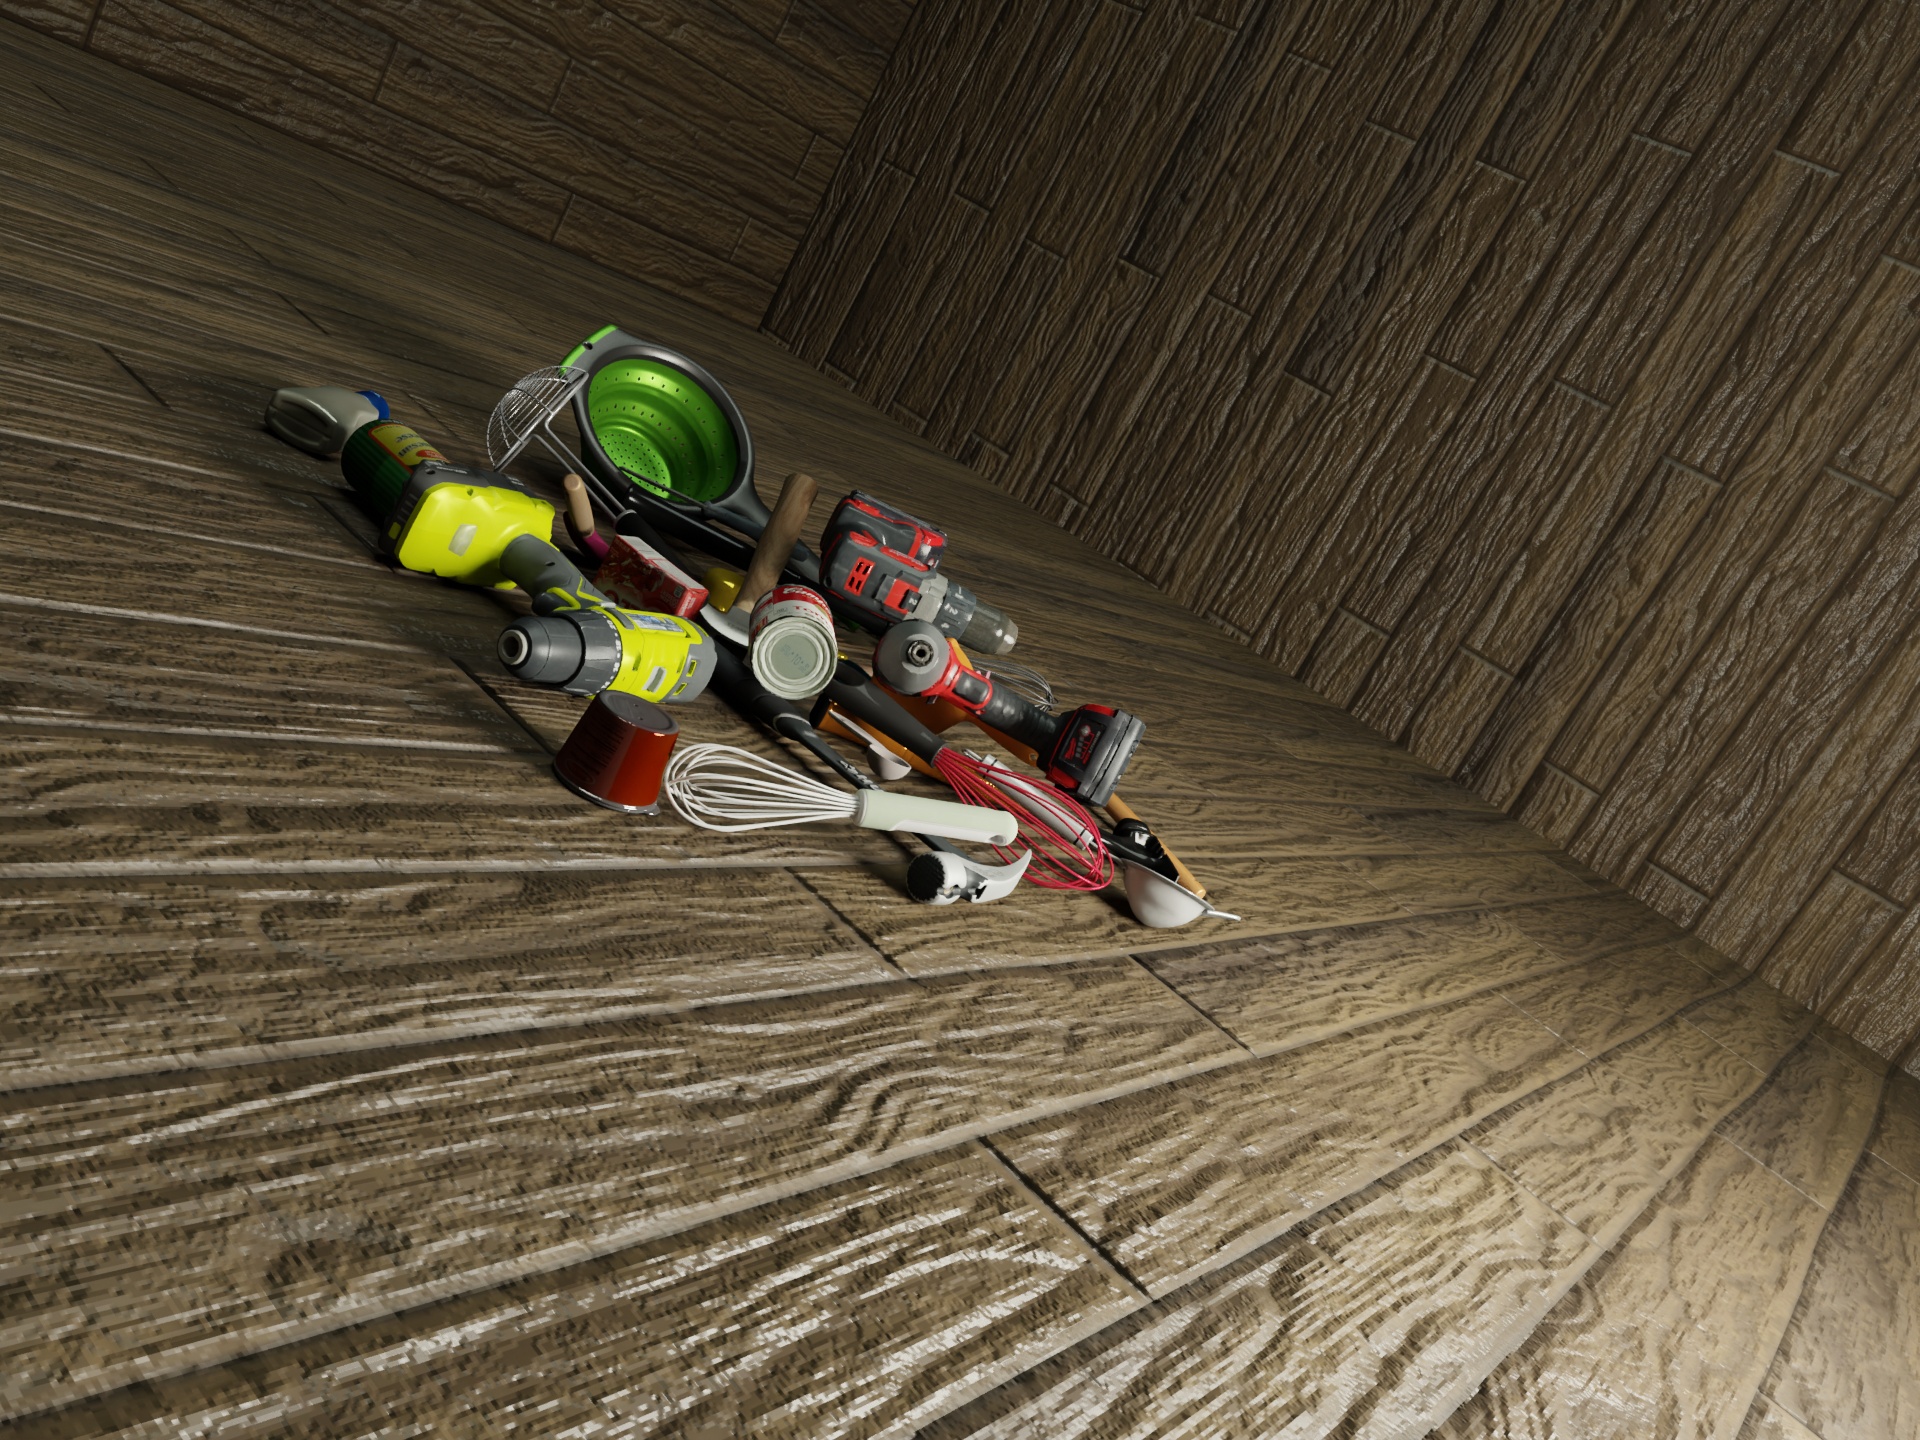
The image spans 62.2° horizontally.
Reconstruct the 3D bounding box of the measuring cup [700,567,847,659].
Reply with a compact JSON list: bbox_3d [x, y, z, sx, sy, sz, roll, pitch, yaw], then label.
[{"bbox_3d":[-0.173,-0.101,1.504,0.156,0.029,0.062,25,14,-6],"label":"measuring cup"}]

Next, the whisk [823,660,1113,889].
[{"bbox_3d":[-0.002,0.039,1.245,0.296,0.073,0.073,36,15,17],"label":"whisk"}]

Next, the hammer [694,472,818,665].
[{"bbox_3d":[-0.177,-0.148,1.456,0.130,0.031,0.332,25,32,-10],"label":"hammer"}]

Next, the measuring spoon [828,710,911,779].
[{"bbox_3d":[-0.074,0.018,1.184,0.034,0.018,0.124,25,6,-33],"label":"measuring spoon"}]

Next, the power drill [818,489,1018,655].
[{"bbox_3d":[-0.045,-0.134,1.497,0.187,0.080,0.227,24,13,-14],"label":"power drill"}]

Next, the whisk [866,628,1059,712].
[{"bbox_3d":[-0.005,-0.065,1.684,0.239,0.055,0.055,26,14,6],"label":"whisk"}]

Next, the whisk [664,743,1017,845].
[{"bbox_3d":[-0.074,0.056,1.042,0.246,0.057,0.059,10,60,-23],"label":"whisk"}]

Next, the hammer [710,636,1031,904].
[{"bbox_3d":[-0.112,0.014,1.215,0.409,0.036,0.149,37,15,31],"label":"hammer"}]

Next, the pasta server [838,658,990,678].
[{"bbox_3d":[-0.087,-0.050,1.483,0.060,0.040,0.316,9,-1,42],"label":"pasta server"}]

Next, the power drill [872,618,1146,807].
[{"bbox_3d":[0.031,-0.013,1.294,0.219,0.078,0.143,28,-5,-5],"label":"power drill"}]

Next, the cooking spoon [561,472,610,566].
[{"bbox_3d":[-0.299,-0.156,1.257,0.068,0.017,0.319,44,-10,-5],"label":"cooking spoon"}]

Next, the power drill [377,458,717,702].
[{"bbox_3d":[-0.304,-0.092,1.128,0.229,0.080,0.190,38,15,22],"label":"power drill"}]

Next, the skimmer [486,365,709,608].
[{"bbox_3d":[-0.313,-0.199,1.415,0.364,0.127,0.090,45,2,30],"label":"skimmer"}]

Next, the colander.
[{"bbox_3d":[-0.263,-0.223,1.645,0.397,0.094,0.205,44,45,-13],"label":"colander"}]

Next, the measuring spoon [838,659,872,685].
[{"bbox_3d":[-0.073,-0.021,1.465,0.128,0.021,0.042,26,28,-53],"label":"measuring spoon"}]

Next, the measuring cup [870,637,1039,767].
[{"bbox_3d":[-0.002,-0.004,1.390,0.174,0.095,0.052,35,24,13],"label":"measuring cup"}]

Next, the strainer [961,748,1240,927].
[{"bbox_3d":[0.104,0.101,1.271,0.258,0.050,0.087,36,-9,6],"label":"strainer"}]

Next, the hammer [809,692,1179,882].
[{"bbox_3d":[0.029,0.060,1.332,0.336,0.034,0.127,25,13,-16],"label":"hammer"}]

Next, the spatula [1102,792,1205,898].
[{"bbox_3d":[0.124,0.071,1.506,0.081,0.041,0.323,16,23,-45],"label":"spatula"}]

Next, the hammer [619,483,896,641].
[{"bbox_3d":[-0.175,-0.142,1.544,0.334,0.035,0.146,26,0,-22],"label":"hammer"}]
